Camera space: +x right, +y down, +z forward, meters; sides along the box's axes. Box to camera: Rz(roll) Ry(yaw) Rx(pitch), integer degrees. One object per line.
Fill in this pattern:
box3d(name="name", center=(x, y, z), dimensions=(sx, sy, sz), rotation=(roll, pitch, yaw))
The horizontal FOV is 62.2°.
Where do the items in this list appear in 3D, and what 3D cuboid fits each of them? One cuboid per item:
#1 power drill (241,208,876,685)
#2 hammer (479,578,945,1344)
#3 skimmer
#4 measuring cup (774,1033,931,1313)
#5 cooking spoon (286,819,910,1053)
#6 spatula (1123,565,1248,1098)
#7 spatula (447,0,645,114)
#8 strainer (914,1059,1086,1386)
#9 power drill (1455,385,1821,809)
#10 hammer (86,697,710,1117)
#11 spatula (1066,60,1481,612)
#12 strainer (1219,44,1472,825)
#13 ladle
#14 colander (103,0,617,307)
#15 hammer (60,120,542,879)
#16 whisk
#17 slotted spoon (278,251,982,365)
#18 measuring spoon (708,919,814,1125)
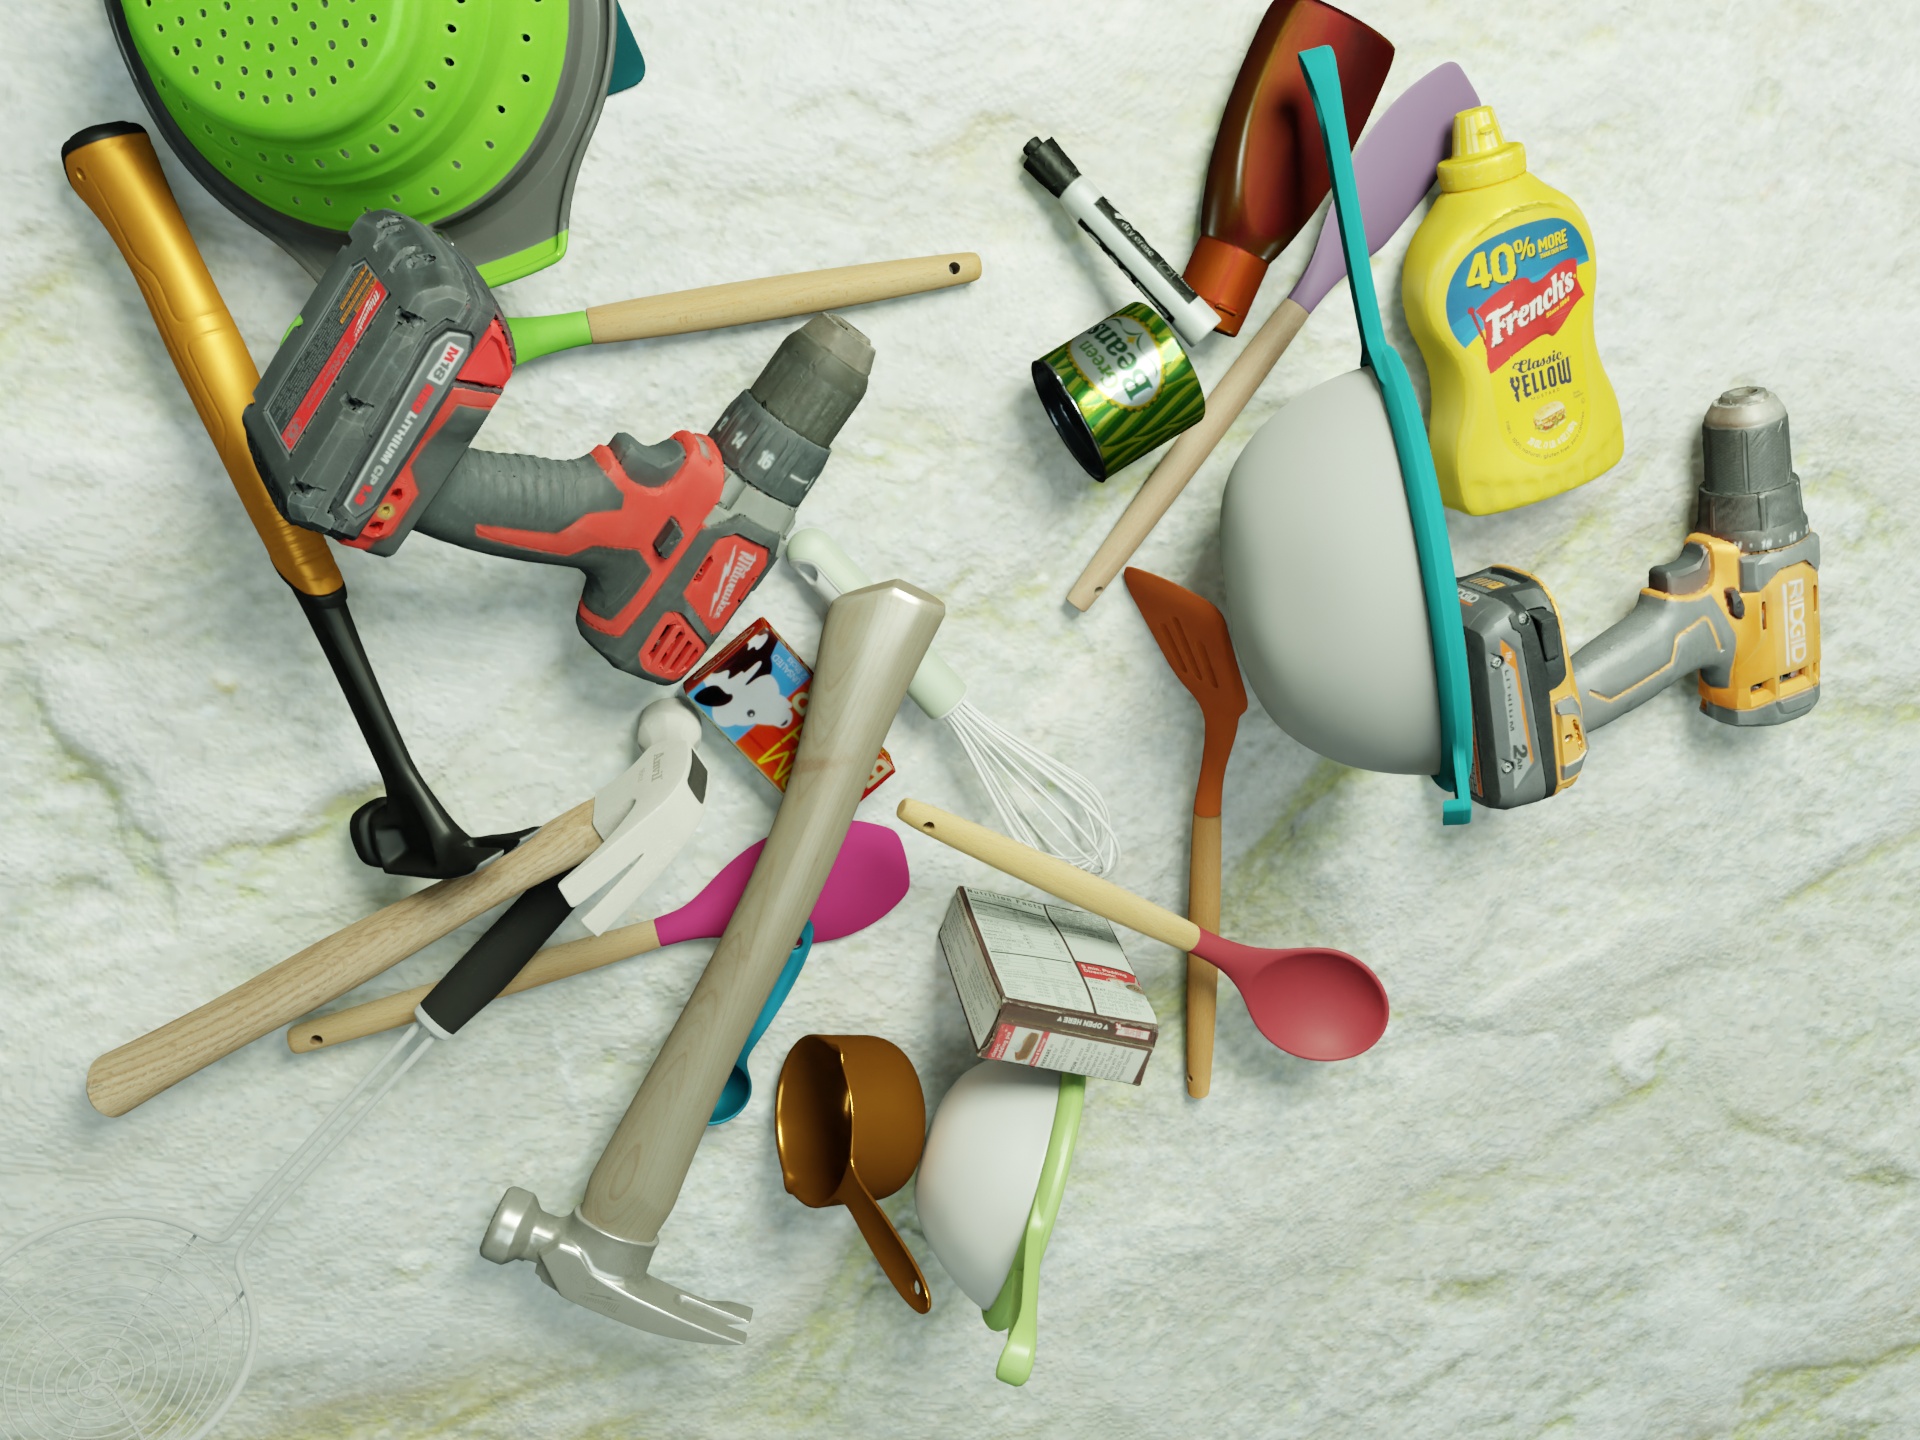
box3d(name="power drill", center=(-0.152, -0.122, 0.665), dimensions=(0.226, 0.080, 0.188), rotation=(23, 109, -48))
box3d(name="hammer", center=(-0.098, 0.124, 0.789), dimensions=(0.146, 0.038, 0.410), rotation=(25, 103, -5))
box3d(name="skimmer", center=(-0.297, 0.183, 0.732), dimensions=(0.127, 0.090, 0.363), rotation=(40, 81, 14))
box3d(name="measuring cup", center=(-0.037, 0.229, 0.802), dimensions=(0.052, 0.174, 0.095), rotation=(5, 116, -34))
box3d(name="cooking spoon", center=(-0.179, 0.116, 0.809), dimensions=(0.319, 0.017, 0.068), rotation=(-16, 111, -9))
box3d(name="spatula", center=(0.124, 0.072, 0.855), dimensions=(0.041, 0.081, 0.322), rotation=(-15, 117, -26))
box3d(name="spatula", center=(-0.209, -0.406, 0.624), dimensions=(0.082, 0.044, 0.317), rotation=(-17, 107, -7))
box3d(name="strainer", center=(0.009, 0.244, 0.787), dimensions=(0.069, 0.256, 0.151), rotation=(18, 99, 1))
box3d(name="power drill", center=(0.359, -0.065, 0.851), dimensions=(0.226, 0.084, 0.185), rotation=(-18, 111, -12))
box3d(name="hammer", center=(-0.265, 0.101, 0.744), dimensions=(0.331, 0.130, 0.031), rotation=(-28, 118, 6))
box3d(name="spatula", center=(0.150, -0.184, 0.787), dimensions=(0.059, 0.018, 0.316), rotation=(27, 102, -46))
box3d(name="strainer", center=(0.159, -0.124, 0.736), dimensions=(0.095, 0.211, 0.340), rotation=(-11, 105, 11))
box3d(name="ladle", center=(0.099, 0.106, 0.824), dimensions=(0.315, 0.031, 0.069), rotation=(27, 111, -25))
box3d(name="colander", center=(-0.260, -0.349, 0.571), dimensions=(0.204, 0.094, 0.397), rotation=(-12, 106, 7))
box3d(name="hammer", center=(-0.284, -0.084, 0.676), dimensions=(0.034, 0.127, 0.336), rotation=(-34, 112, -40))
box3d(name="whisk", center=(-0.001, -0.003, 0.800), dimensions=(0.246, 0.058, 0.059), rotation=(47, 58, -19))
box3d(name="slotted spoon", center=(-0.141, -0.179, 0.715), dimensions=(0.313, 0.031, 0.070), rotation=(-13, 103, -12))
box3d(name="measuring spoon", center=(-0.112, 0.155, 0.837), dimensions=(0.042, 0.021, 0.128), rotation=(25, 100, -24))
